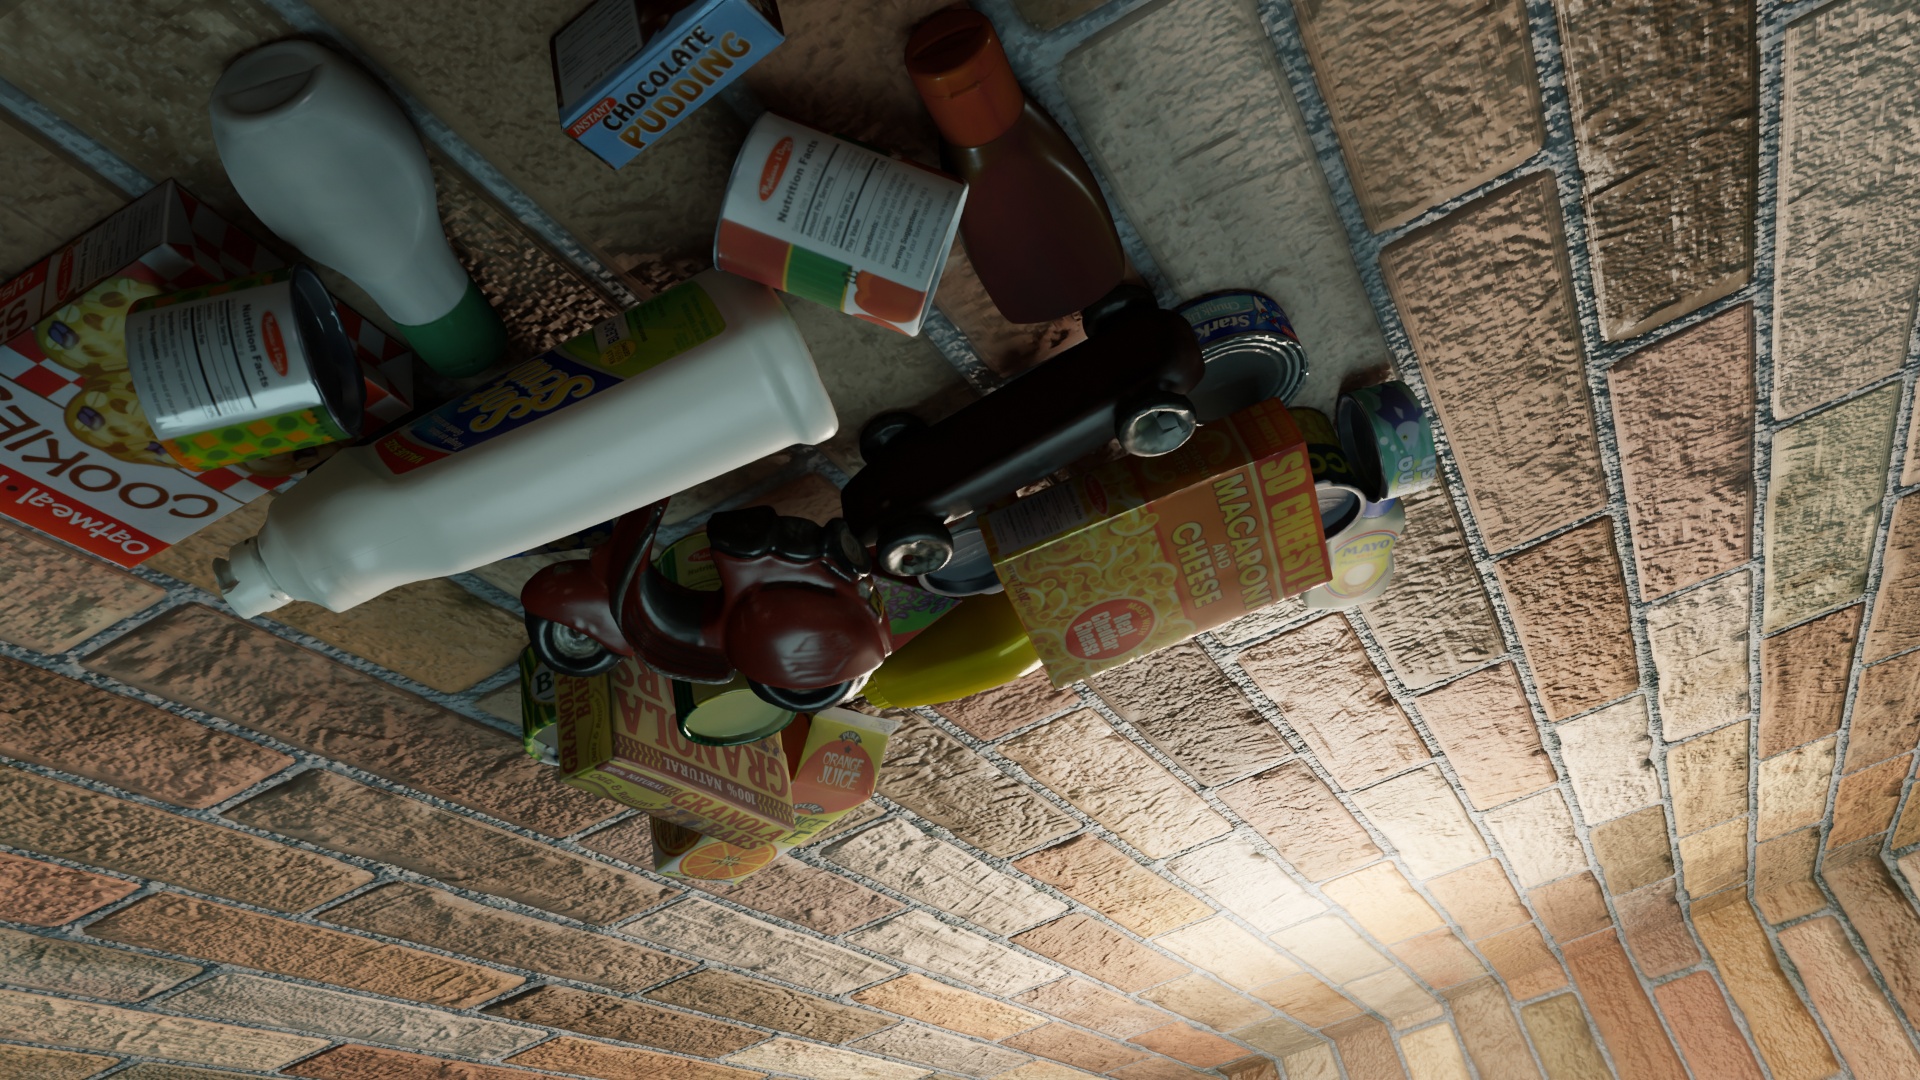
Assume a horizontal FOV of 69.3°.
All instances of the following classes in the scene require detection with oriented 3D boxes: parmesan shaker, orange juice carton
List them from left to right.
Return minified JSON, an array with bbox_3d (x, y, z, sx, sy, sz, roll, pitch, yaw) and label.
[{"bbox_3d":[-0.133,0.055,0.771,0.071,0.103,0.071,-10,147,-7],"label":"parmesan shaker"},{"bbox_3d":[-0.130,0.165,0.963,0.192,0.073,0.072,-36,141,28],"label":"orange juice carton"}]

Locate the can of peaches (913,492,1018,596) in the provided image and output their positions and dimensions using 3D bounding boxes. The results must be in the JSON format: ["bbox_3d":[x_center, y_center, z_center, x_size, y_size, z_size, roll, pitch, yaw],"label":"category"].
[{"bbox_3d":[0.003,-0.010,0.772,0.071,0.058,0.071,-11,147,-7],"label":"can of peaches"}]

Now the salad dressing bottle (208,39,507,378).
[{"bbox_3d":[-0.223,-0.119,0.532,0.064,0.044,0.147,-18,148,0],"label":"salad dressing bottle"}]

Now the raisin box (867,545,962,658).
[{"bbox_3d":[-0.072,0.044,0.838,0.086,0.040,0.123,19,135,-42],"label":"raisin box"}]

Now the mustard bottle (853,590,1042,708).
[{"bbox_3d":[-0.016,0.072,0.885,0.160,0.065,0.048,-24,141,23],"label":"mustard bottle"}]

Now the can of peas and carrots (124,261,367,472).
[{"bbox_3d":[-0.260,-0.063,0.510,0.059,0.071,0.070,-15,147,-8],"label":"can of peas and carrots"}]

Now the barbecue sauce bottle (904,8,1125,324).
[{"bbox_3d":[0.021,-0.153,0.580,0.065,0.044,0.148,-21,146,11],"label":"barbecue sauce bottle"}]

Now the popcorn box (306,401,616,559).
[{"bbox_3d":[-0.234,-0.027,0.668,0.127,0.038,0.084,-8,147,-11],"label":"popcorn box"}]

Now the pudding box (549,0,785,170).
[{"bbox_3d":[-0.105,-0.176,0.488,0.083,0.050,0.030,-30,145,22],"label":"pudding box"}]

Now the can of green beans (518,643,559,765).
[{"bbox_3d":[-0.229,0.095,0.833,0.071,0.058,0.071,-11,147,-7],"label":"can of green beans"}]

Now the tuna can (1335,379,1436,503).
[{"bbox_3d":[0.242,-0.055,0.790,0.033,0.071,0.070,-16,147,-1],"label":"tuna can"}]

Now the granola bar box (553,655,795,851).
[{"bbox_3d":[-0.164,0.099,0.805,0.039,0.125,0.165,-26,146,18],"label":"granola bar box"}]

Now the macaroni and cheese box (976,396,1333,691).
[{"bbox_3d":[0.107,0.004,0.742,0.166,0.040,0.123,-22,138,4],"label":"macaroni and cheese box"}]

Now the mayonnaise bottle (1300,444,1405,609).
[{"bbox_3d":[0.253,-0.009,0.889,0.065,0.041,0.147,-12,147,-2],"label":"mayonnaise bottle"}]

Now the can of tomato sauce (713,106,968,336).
[{"bbox_3d":[-0.046,-0.124,0.548,0.083,0.071,0.070,20,141,-1],"label":"can of tomato sauce"}]

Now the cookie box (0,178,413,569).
[{"bbox_3d":[-0.337,-0.061,0.575,0.167,0.040,0.122,-26,146,13],"label":"cookie box"}]

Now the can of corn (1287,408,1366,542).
[{"bbox_3d":[0.194,-0.036,0.809,0.071,0.058,0.070,-10,147,-7],"label":"can of corn"}]
